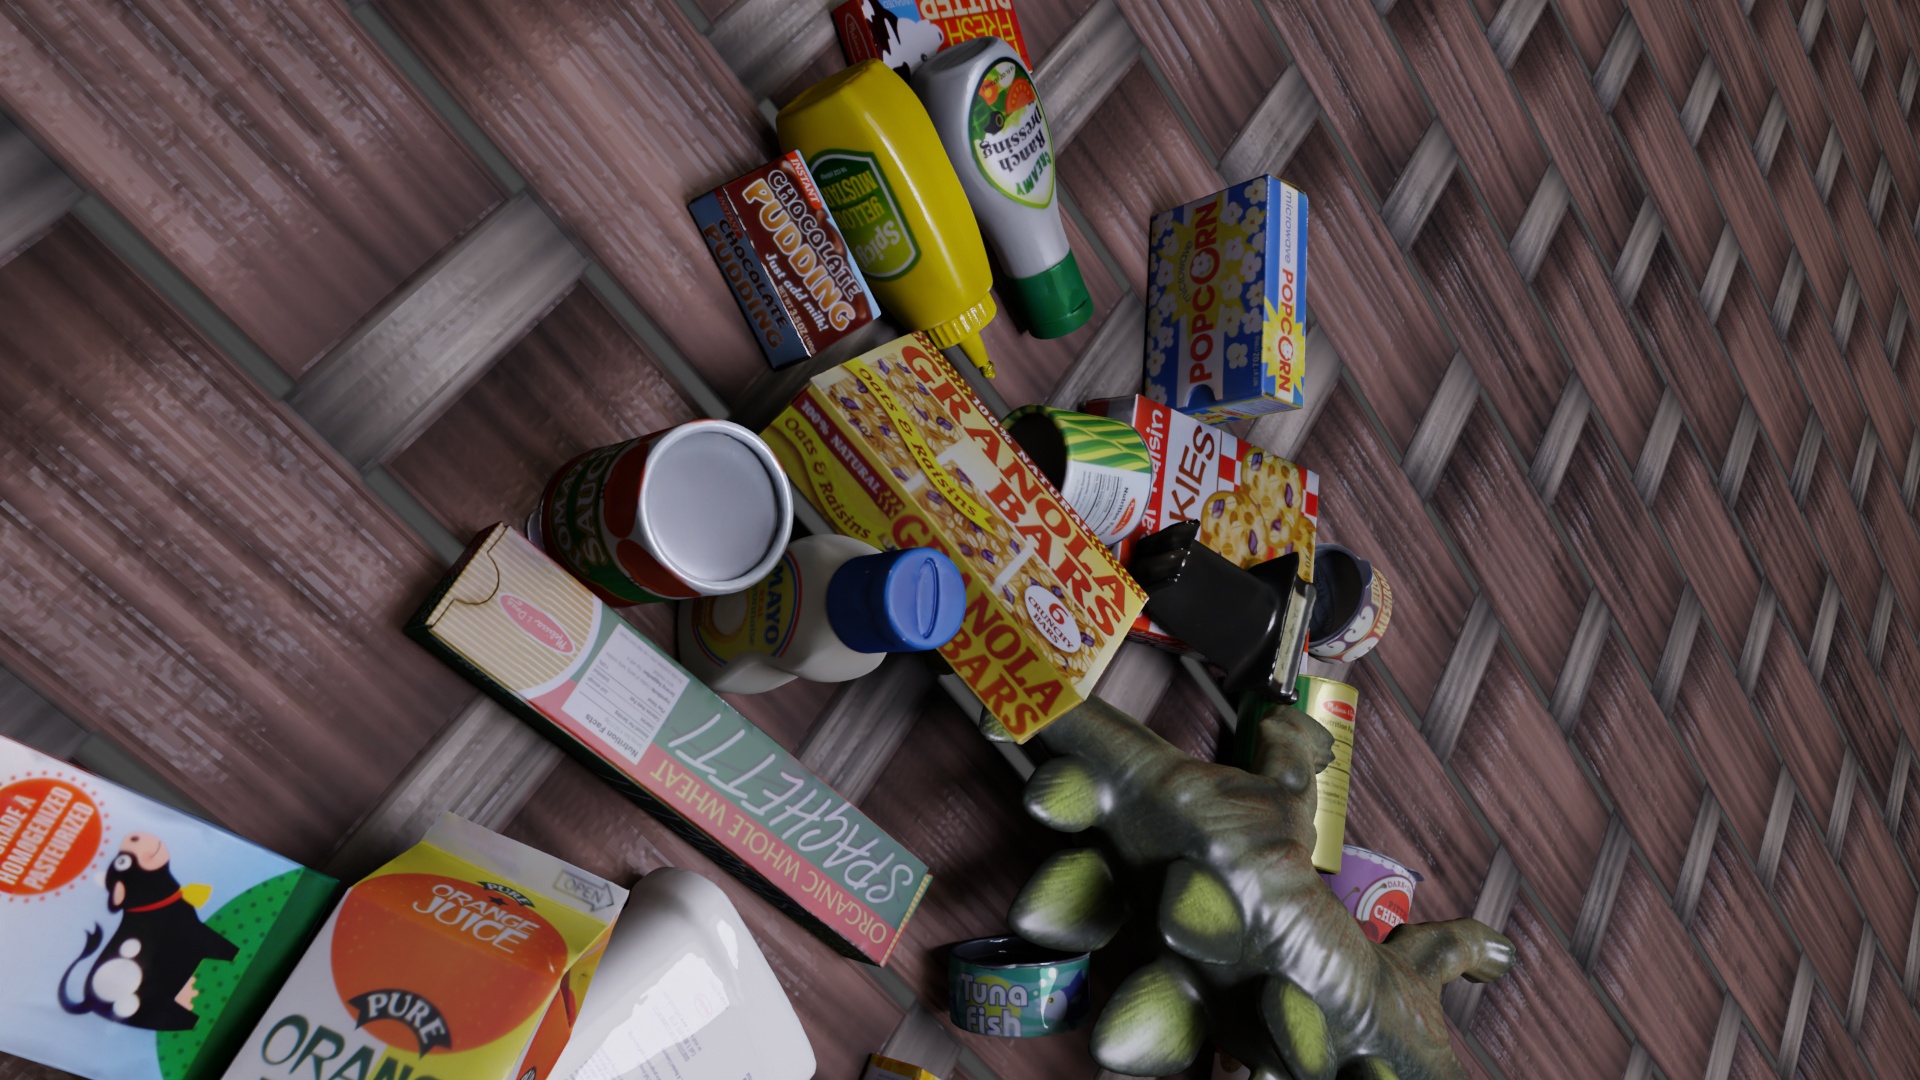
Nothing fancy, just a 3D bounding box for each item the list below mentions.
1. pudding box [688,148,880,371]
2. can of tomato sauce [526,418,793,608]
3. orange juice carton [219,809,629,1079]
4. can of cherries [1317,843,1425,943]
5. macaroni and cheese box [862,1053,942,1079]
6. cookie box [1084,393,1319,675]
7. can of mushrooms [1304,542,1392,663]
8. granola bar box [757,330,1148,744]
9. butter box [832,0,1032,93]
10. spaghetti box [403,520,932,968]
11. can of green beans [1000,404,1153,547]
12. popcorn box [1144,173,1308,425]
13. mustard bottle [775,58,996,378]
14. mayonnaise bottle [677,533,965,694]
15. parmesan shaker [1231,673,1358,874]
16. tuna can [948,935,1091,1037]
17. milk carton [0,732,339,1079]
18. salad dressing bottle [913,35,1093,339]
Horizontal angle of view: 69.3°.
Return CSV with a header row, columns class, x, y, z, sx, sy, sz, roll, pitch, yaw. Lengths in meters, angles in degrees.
class,x,y,z,sx,sy,sz,roll,pitch,yaw
pudding box,-0.077,-0.124,0.617,0.050,0.030,0.083,-38,109,-38
can of tomato sauce,-0.116,-0.009,0.534,0.071,0.083,0.071,6,81,-40
orange juice carton,-0.177,0.176,0.415,0.072,0.072,0.194,23,56,3
can of cherries,0.227,0.215,0.805,0.071,0.071,0.058,37,62,-31
macaroni and cheese box,-0.019,0.329,0.601,0.123,0.040,0.167,40,60,-29
cookie box,0.132,0.002,0.773,0.167,0.040,0.123,17,74,-39
can of mushrooms,0.221,0.037,0.824,0.033,0.071,0.071,29,67,-36
granola bar box,0.002,-0.008,0.600,0.165,0.039,0.125,49,26,-1
butter box,-0.012,-0.248,0.693,0.104,0.024,0.053,-27,102,-39
spaghetti box,-0.108,0.091,0.564,0.249,0.028,0.050,45,58,-27
can of green beans,0.052,-0.032,0.692,0.058,0.071,0.071,7,80,-39
popcorn box,0.147,-0.130,0.773,0.038,0.085,0.127,13,76,-40
mustard bottle,-0.022,-0.140,0.646,0.159,0.065,0.049,58,47,-23
mayonnaise bottle,-0.058,0.026,0.536,0.041,0.148,0.065,11,77,-38
parmesan shaker,0.183,0.131,0.783,0.071,0.071,0.103,22,71,-37
tuna can,0.026,0.204,0.637,0.071,0.071,0.033,4,83,-40
milk carton,-0.286,0.087,0.384,0.190,0.072,0.074,37,63,-31
salad dressing bottle,0.026,-0.171,0.687,0.064,0.044,0.147,-46,126,-29
